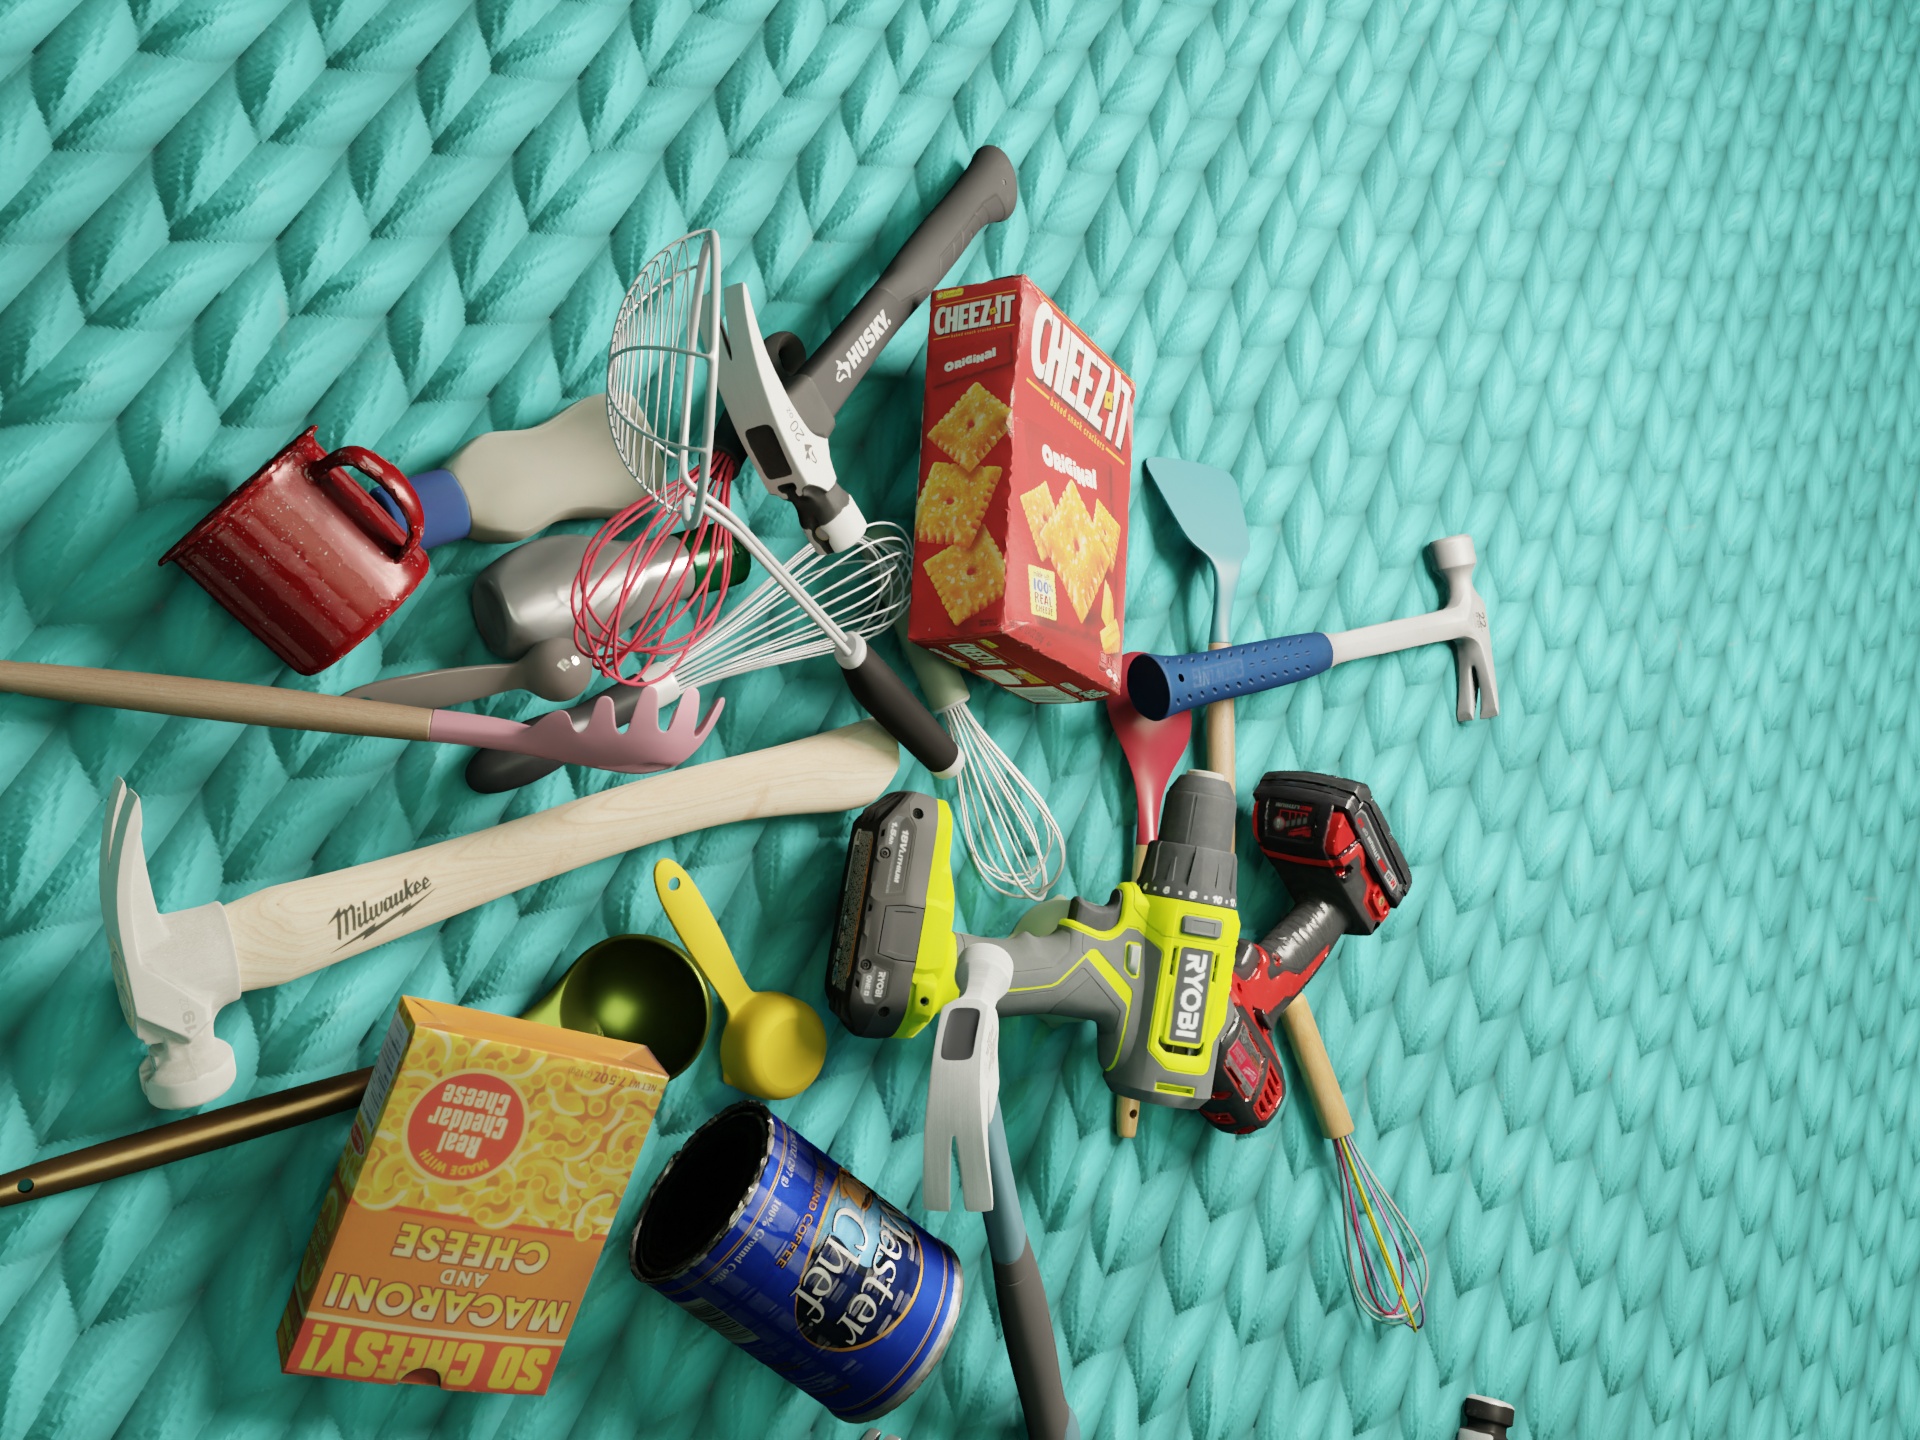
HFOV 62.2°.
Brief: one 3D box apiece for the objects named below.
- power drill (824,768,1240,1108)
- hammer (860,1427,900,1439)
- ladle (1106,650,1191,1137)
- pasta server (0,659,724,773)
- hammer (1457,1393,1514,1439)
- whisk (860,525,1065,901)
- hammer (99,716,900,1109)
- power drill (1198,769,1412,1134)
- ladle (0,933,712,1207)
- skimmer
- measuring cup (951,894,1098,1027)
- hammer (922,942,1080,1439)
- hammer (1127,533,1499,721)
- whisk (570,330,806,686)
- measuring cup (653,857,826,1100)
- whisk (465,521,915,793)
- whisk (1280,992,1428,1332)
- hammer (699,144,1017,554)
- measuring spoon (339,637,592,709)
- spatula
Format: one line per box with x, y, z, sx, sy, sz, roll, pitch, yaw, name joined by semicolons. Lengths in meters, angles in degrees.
0.051;0.109;0.900;0.228;0.080;0.190;11;84;-15;power drill
0.082;0.512;0.928;0.408;0.036;0.149;22;69;-30;hammer
0.117;0.107;1.026;0.069;0.031;0.315;11;78;-28;ladle
-0.268;-0.008;0.724;0.316;0.060;0.040;7;80;-13;pasta server
0.484;0.599;1.187;0.336;0.034;0.127;26;68;-29;hammer
-0.002;-0.003;0.956;0.246;0.058;0.059;66;21;-4;whisk
-0.198;0.051;0.789;0.410;0.038;0.146;-17;116;-38;hammer
0.198;0.143;1.031;0.220;0.079;0.143;-52;126;-26;power drill
-0.266;0.168;0.736;0.320;0.062;0.078;-12;86;-32;ladle
-0.060;-0.079;0.789;0.362;0.090;0.127;50;23;-47;skimmer
0.034;0.140;0.953;0.167;0.038;0.083;12;75;-34;measuring cup
0.028;0.287;0.847;0.128;0.033;0.330;-71;154;-57;hammer
0.262;-0.044;1.115;0.405;0.035;0.144;-12;90;-43;hammer
-0.133;-0.123;0.836;0.073;0.073;0.296;41;41;-22;whisk
-0.117;0.136;0.836;0.062;0.029;0.156;-42;121;-31;measuring cup
-0.136;-0.032;0.857;0.284;0.070;0.070;-31;100;-27;whisk
0.265;0.303;1.089;0.047;0.051;0.245;-19;89;-56;whisk
-0.041;-0.252;0.925;0.146;0.035;0.335;59;41;-30;hammer
-0.243;-0.014;0.780;0.124;0.018;0.034;-11;121;-15;measuring spoon
0.171;-0.026;1.088;0.082;0.044;0.317;3;85;-35;spatula
